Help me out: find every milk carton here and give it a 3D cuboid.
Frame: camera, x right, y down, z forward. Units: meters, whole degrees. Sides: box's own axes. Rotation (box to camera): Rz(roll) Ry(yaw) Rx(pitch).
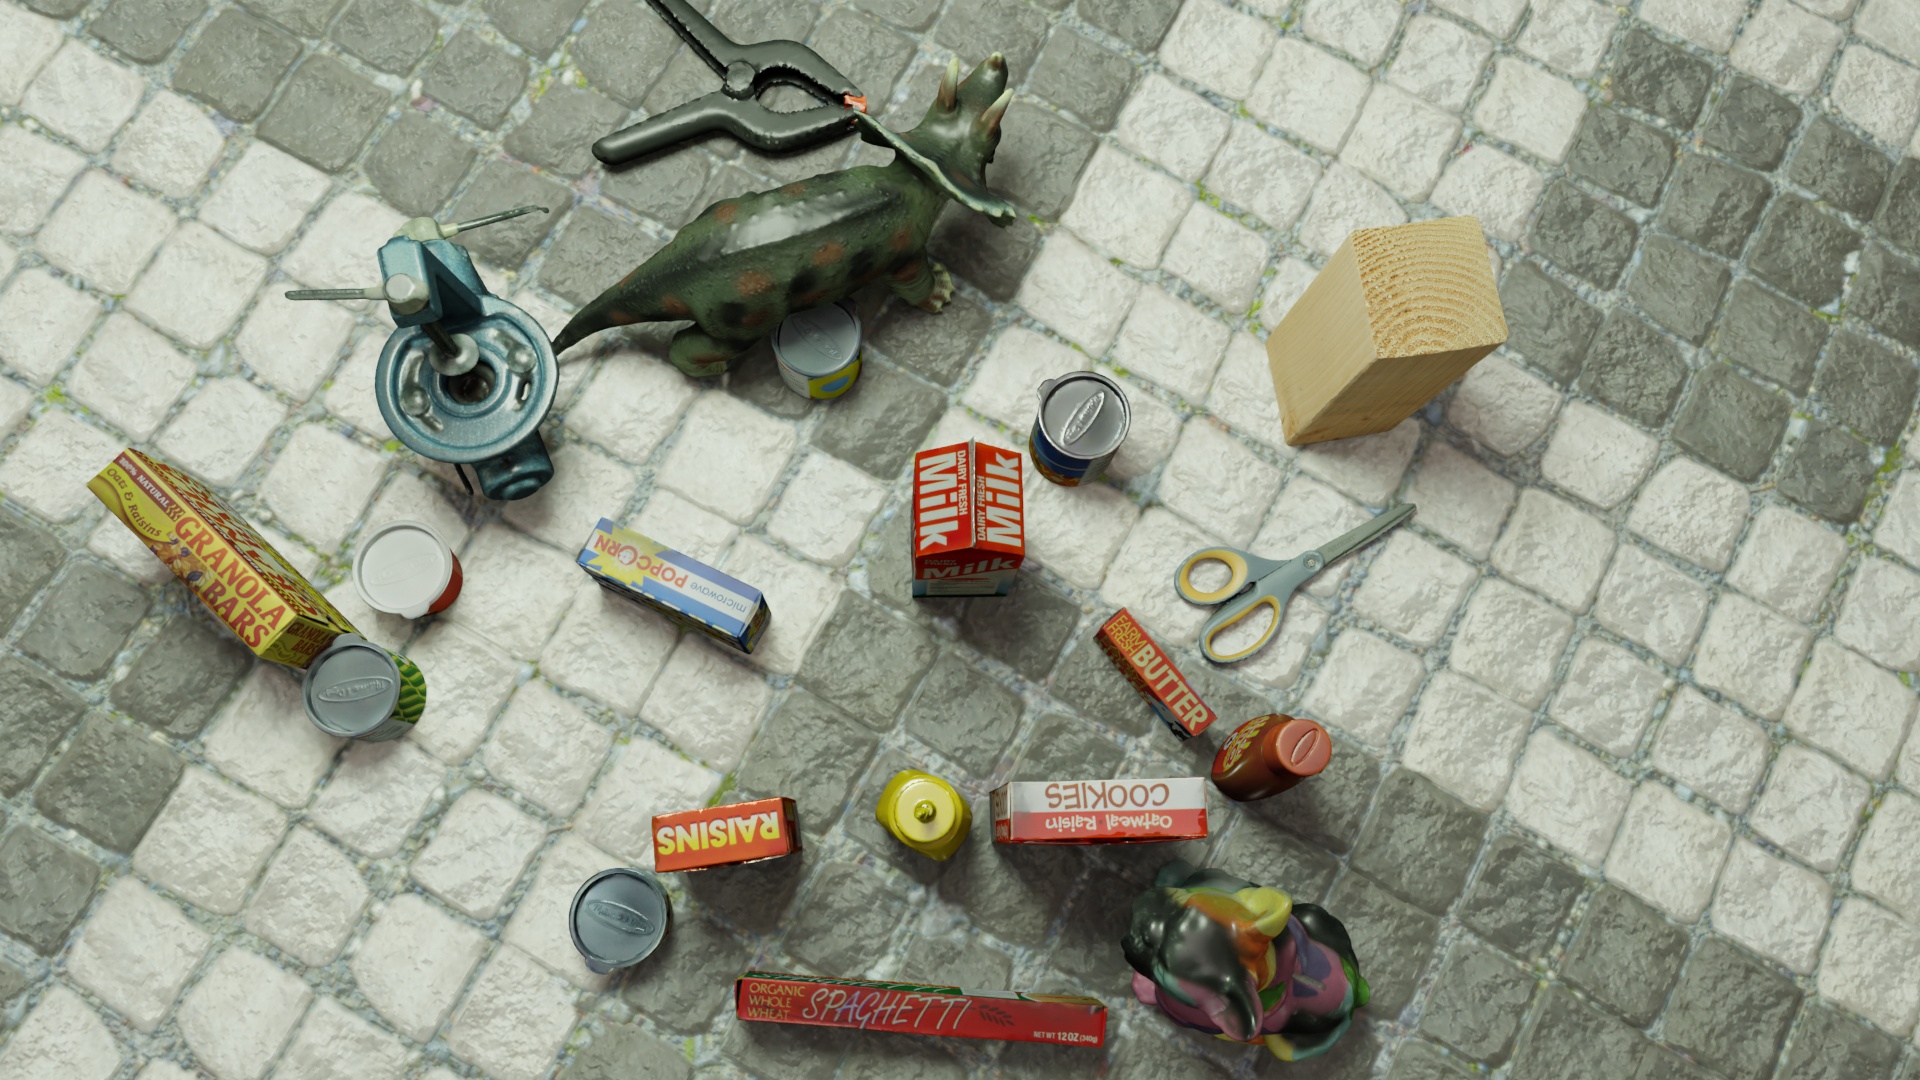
[{"bbox_3d":[0.003,-0.012,0.949,0.073,0.190,0.072,0,78,-3],"label":"milk carton"}]

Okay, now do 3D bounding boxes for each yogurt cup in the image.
[{"bbox_3d":[-0.390,0.023,0.989,0.072,0.054,0.072,1,78,-3],"label":"yogurt cup"}]

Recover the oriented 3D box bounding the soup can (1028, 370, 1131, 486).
[{"bbox_3d":[0.084,-0.082,1.024,0.071,0.083,0.071,1,78,-3],"label":"soup can"}]

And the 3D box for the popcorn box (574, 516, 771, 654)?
[{"bbox_3d":[-0.199,0.034,0.981,0.127,0.085,0.038,25,78,3],"label":"popcorn box"}]

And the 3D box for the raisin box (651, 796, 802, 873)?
[{"bbox_3d":[-0.154,0.197,0.928,0.086,0.123,0.040,-7,78,-4],"label":"raisin box"}]

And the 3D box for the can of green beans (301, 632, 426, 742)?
[{"bbox_3d":[-0.414,0.106,0.968,0.071,0.057,0.071,1,78,-3],"label":"can of green beans"}]

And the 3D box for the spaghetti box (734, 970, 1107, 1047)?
[{"bbox_3d":[-0.028,0.318,0.945,0.250,0.050,0.029,5,78,-2],"label":"spaghetti box"}]

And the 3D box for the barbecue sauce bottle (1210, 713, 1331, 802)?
[{"bbox_3d":[0.214,0.146,0.947,0.044,0.148,0.065,38,79,5],"label":"barbecue sauce bottle"}]

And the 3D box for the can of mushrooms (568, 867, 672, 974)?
[{"bbox_3d":[-0.234,0.261,0.955,0.071,0.033,0.071,1,77,-3],"label":"can of mushrooms"}]

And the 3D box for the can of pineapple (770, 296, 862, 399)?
[{"bbox_3d":[-0.105,-0.145,1.041,0.071,0.057,0.071,1,78,-3],"label":"can of pineapple"}]

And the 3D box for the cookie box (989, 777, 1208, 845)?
[{"bbox_3d":[0.086,0.181,0.922,0.123,0.167,0.040,-1,78,-3],"label":"cookie box"}]

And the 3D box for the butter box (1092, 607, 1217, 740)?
[{"bbox_3d":[0.139,0.098,1.002,0.024,0.053,0.103,-38,82,-10],"label":"butter box"}]

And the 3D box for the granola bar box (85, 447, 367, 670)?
[{"bbox_3d":[-0.495,0.018,0.949,0.165,0.124,0.039,42,79,6],"label":"granola bar box"}]

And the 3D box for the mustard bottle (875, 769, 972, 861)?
[{"bbox_3d":[-0.023,0.181,0.920,0.065,0.160,0.049,32,78,4],"label":"mustard bottle"}]
